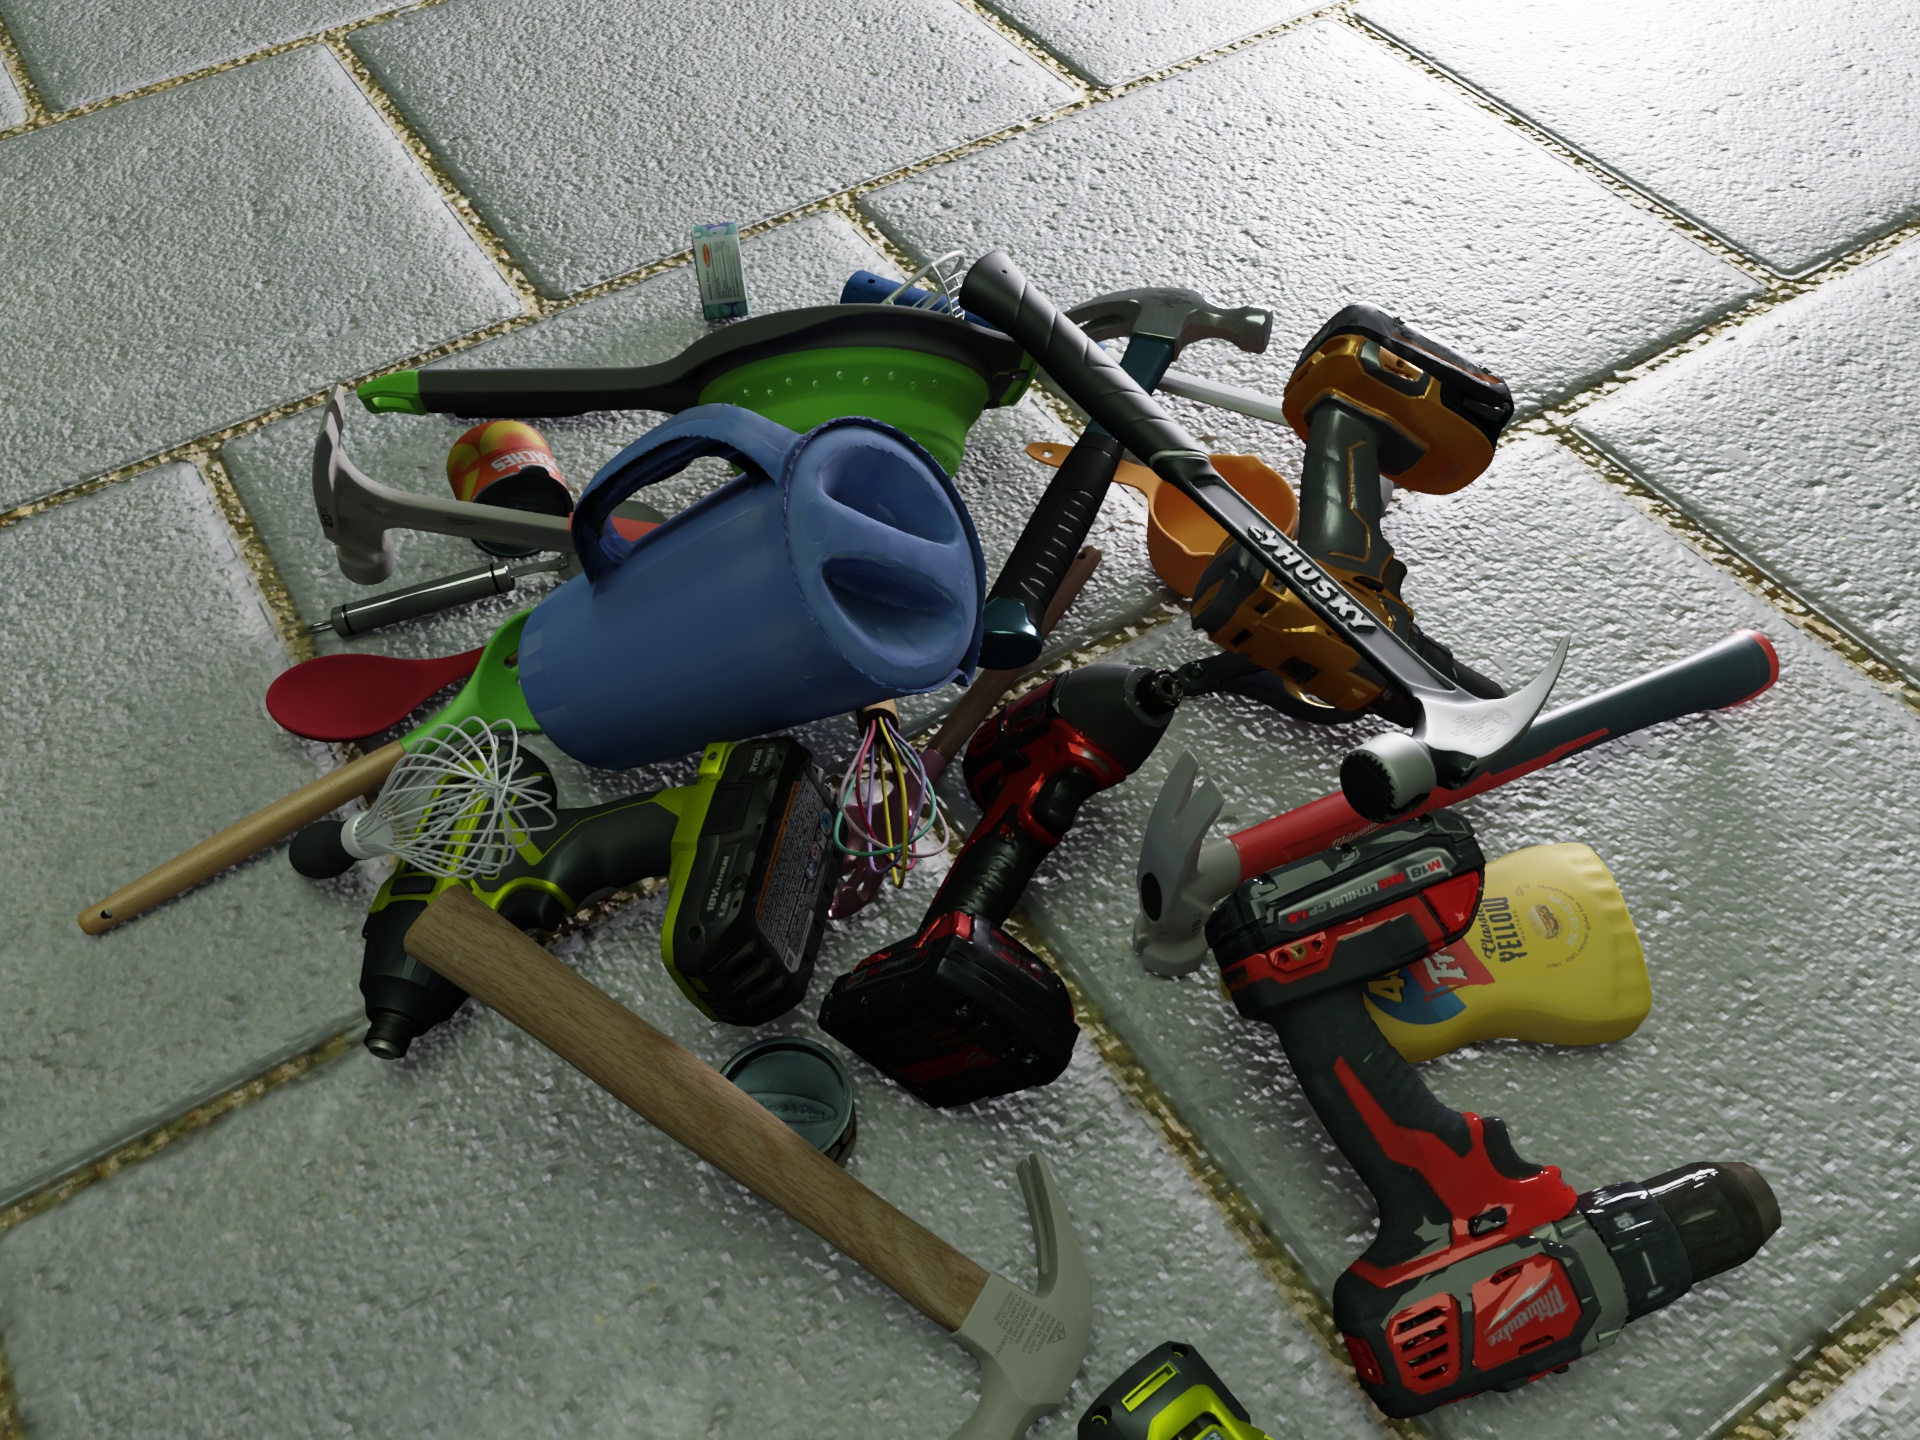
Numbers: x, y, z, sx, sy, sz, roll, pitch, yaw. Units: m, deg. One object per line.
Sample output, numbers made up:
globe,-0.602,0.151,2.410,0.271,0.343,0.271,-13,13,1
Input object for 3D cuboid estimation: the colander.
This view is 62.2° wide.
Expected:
colander,-0.149,-0.162,0.942,0.397,0.204,0.094,-3,82,-7

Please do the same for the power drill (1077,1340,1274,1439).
power drill,0.058,0.362,0.557,0.228,0.080,0.191,-30,58,-23

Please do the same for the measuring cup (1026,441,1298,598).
measuring cup,0.118,-0.126,0.967,0.174,0.052,0.095,21,55,21

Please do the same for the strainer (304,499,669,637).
strainer,-0.270,-0.090,0.963,0.258,0.050,0.087,-16,31,-5

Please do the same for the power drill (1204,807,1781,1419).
power drill,0.220,0.156,0.675,0.188,0.080,0.227,-19,75,-6

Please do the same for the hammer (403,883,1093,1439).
hammer,-0.087,0.175,0.666,0.331,0.031,0.130,36,58,0

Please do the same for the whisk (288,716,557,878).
whisk,-0.266,0.051,0.743,0.284,0.070,0.070,-16,32,51

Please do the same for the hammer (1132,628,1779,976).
hammer,0.264,0.014,0.801,0.386,0.143,0.038,-19,52,-18

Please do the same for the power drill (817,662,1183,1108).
power drill,0.030,0.066,0.759,0.078,0.143,0.220,39,54,-17

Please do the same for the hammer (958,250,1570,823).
hammer,0.128,-0.121,0.806,0.149,0.036,0.409,-22,56,-28

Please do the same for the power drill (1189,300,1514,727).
power drill,0.242,-0.102,0.889,0.185,0.084,0.226,27,63,-8

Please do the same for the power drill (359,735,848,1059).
power drill,-0.180,0.084,0.770,0.223,0.080,0.171,-5,49,22

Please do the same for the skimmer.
skimmer,-0.173,-0.250,1.047,0.363,0.090,0.127,-1,12,9

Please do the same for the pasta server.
pasta server,-0.001,-0.003,0.880,0.060,0.040,0.316,15,51,31

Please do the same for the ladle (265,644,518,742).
ladle,-0.244,-0.051,0.939,0.315,0.031,0.069,-20,53,-16

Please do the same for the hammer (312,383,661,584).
hammer,-0.167,-0.100,0.884,0.359,0.149,0.037,8,62,-12

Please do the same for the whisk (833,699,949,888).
whisk,-0.042,0.015,0.813,0.051,0.047,0.245,-25,24,4

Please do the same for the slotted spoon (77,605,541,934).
slotted spoon,-0.329,0.028,0.871,0.314,0.070,0.031,-31,12,-17

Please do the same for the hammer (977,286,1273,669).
hammer,0.079,-0.153,0.937,0.128,0.033,0.331,15,53,18

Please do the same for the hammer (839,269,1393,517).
hammer,0.108,-0.241,1.071,0.405,0.035,0.144,20,55,18
